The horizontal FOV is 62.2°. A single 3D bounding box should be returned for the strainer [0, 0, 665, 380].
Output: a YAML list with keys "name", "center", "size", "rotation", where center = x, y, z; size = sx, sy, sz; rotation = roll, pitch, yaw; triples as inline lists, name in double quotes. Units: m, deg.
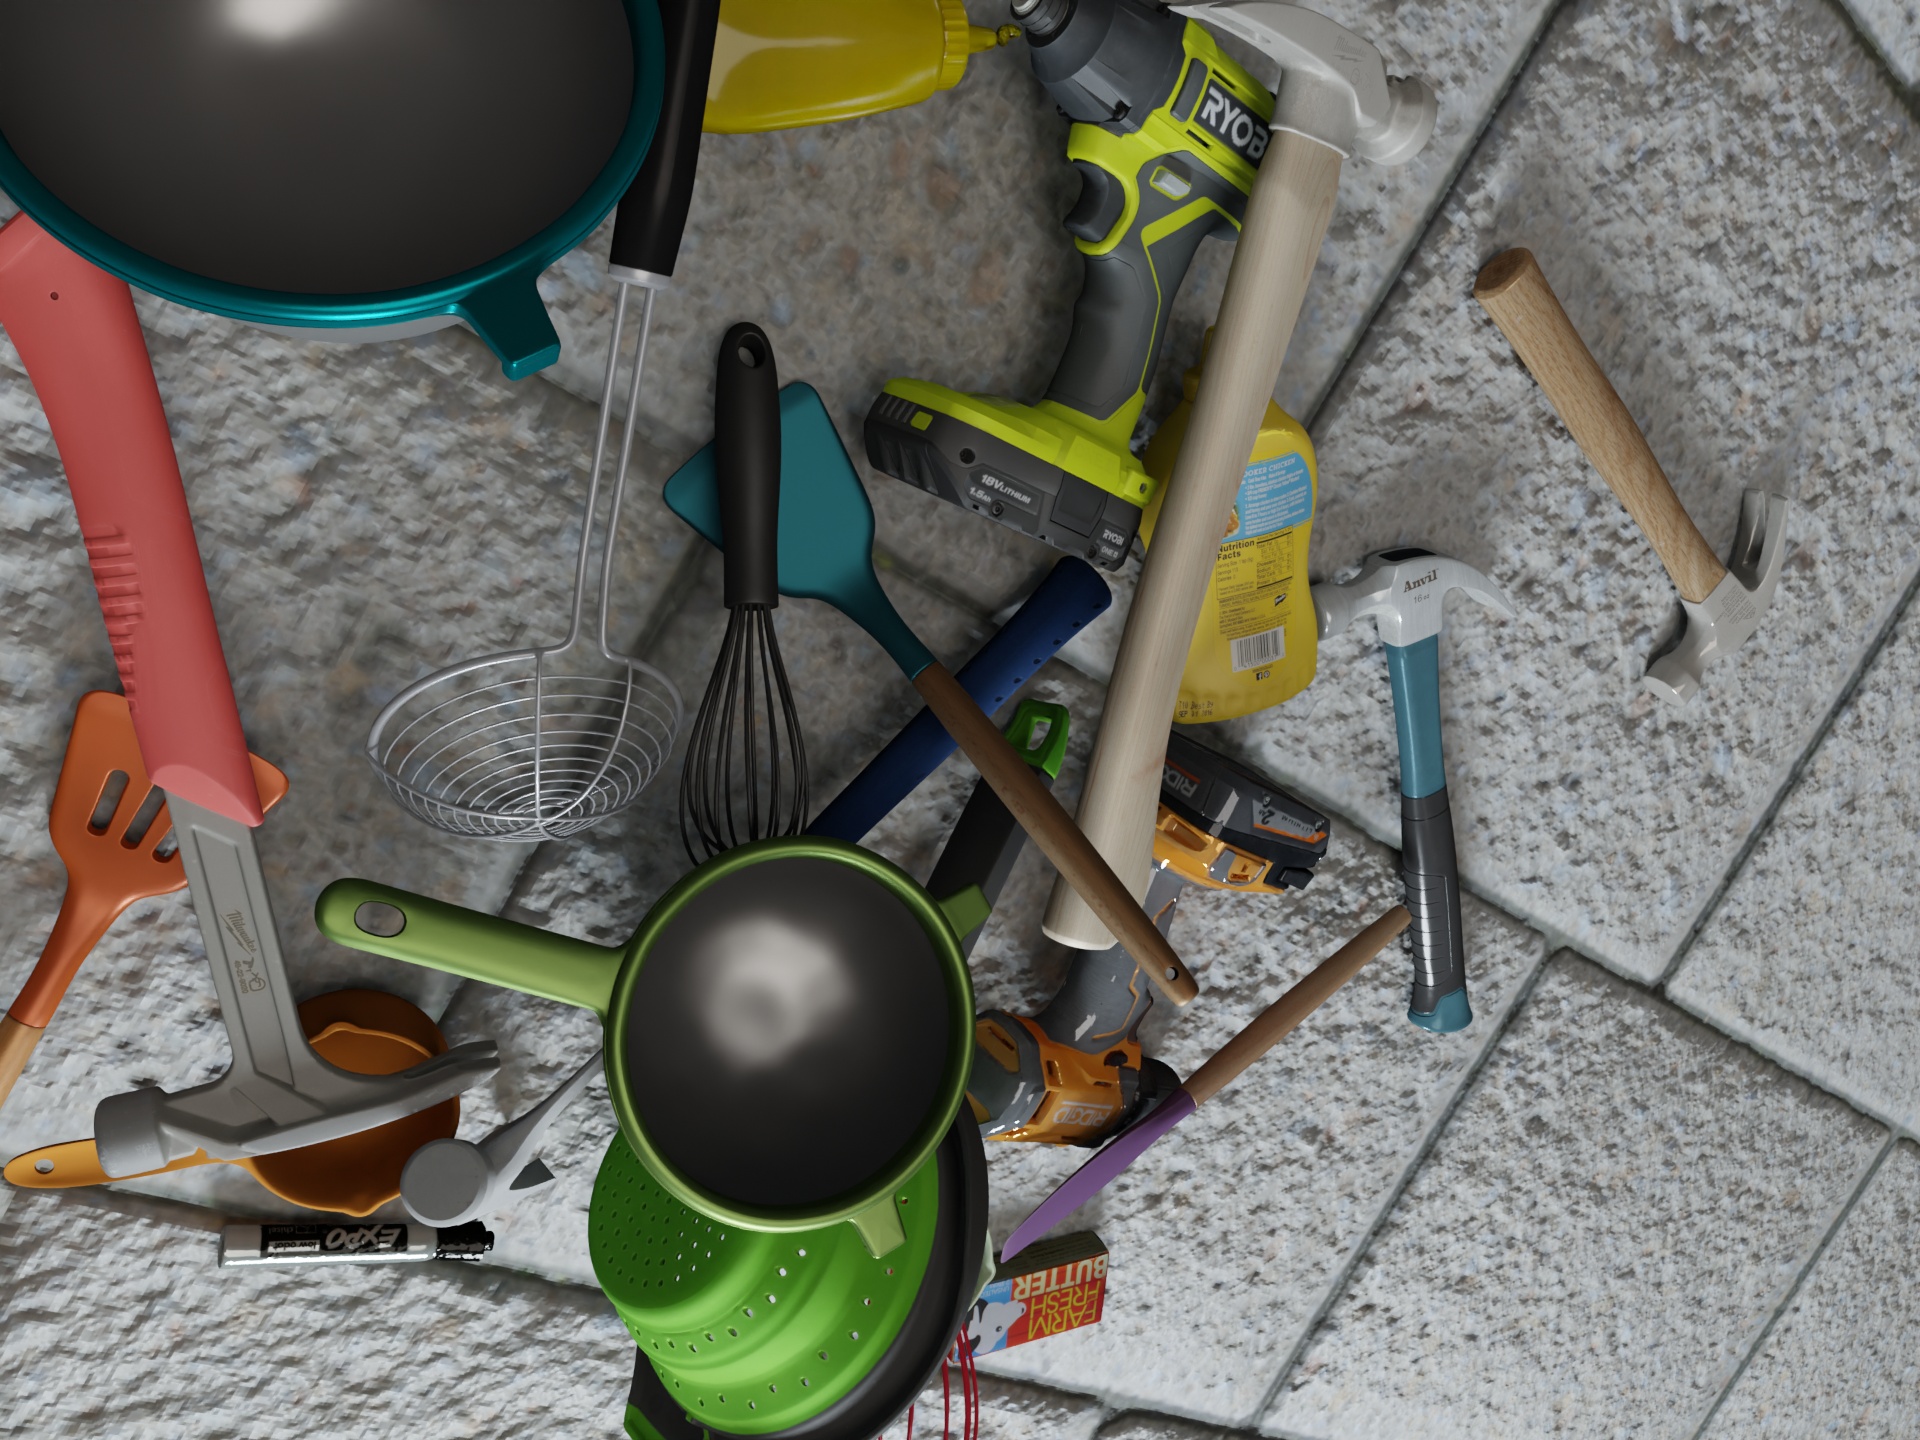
- name: "strainer"
  center: [-0.269, -0.217, 0.516]
  size: [0.340, 0.095, 0.211]
  rotation: [13, 70, -9]

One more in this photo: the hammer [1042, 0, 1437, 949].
- name: "hammer"
  center: [0.097, -0.093, 0.697]
  size: [0.146, 0.038, 0.410]
  rotation: [4, 106, -42]

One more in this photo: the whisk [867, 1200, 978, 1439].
- name: "whisk"
  center: [-0.025, 0.235, 0.766]
  size: [0.073, 0.073, 0.296]
  rotation: [14, 66, -31]

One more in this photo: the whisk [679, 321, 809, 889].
- name: "whisk"
  center: [-0.091, -0.049, 0.664]
  size: [0.055, 0.055, 0.239]
  rotation: [2, 85, -28]

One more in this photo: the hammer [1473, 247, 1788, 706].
- name: "hammer"
  center: [0.389, -0.148, 0.920]
  size: [0.130, 0.031, 0.331]
  rotation: [-50, 123, -1]

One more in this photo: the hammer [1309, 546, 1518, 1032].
- name: "hammer"
  center: [0.273, 0.051, 0.940]
  size: [0.128, 0.033, 0.330]
  rotation: [-22, 119, -17]

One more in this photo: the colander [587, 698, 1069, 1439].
- name: "colander"
  center: [-0.060, 0.147, 0.725]
  size: [0.094, 0.205, 0.397]
  rotation: [40, 70, -42]

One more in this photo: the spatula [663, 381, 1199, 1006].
- name: "spatula"
  center: [-0.001, -0.002, 0.694]
  size: [0.082, 0.044, 0.317]
  rotation: [-39, 84, -6]

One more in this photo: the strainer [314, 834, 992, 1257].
- name: "strainer"
  center: [-0.120, 0.106, 0.619]
  size: [0.256, 0.069, 0.151]
  rotation: [20, 77, -20]

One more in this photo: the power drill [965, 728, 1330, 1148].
- name: "power drill"
  center: [0.103, 0.129, 0.848]
  size: [0.185, 0.084, 0.226]
  rotation: [23, 99, -49]

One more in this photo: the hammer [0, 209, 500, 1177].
- name: "hammer"
  center: [-0.279, -0.007, 0.591]
  size: [0.149, 0.037, 0.359]
  rotation: [-12, 106, -18]

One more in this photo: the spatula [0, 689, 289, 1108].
- name: "spatula"
  center: [-0.376, 0.140, 0.617]
  size: [0.081, 0.041, 0.322]
  rotation: [30, 86, -25]

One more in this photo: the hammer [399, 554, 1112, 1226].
- name: "hammer"
  center: [-0.079, 0.071, 0.732]
  size: [0.035, 0.144, 0.405]
  rotation: [44, 76, 7]

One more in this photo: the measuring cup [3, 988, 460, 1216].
- name: "measuring cup"
  center: [-0.304, 0.164, 0.676]
  size: [0.173, 0.052, 0.095]
  rotation: [-6, 111, -17]

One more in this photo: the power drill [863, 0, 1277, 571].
- name: "power drill"
  center: [0.053, -0.193, 0.693]
  size: [0.171, 0.080, 0.223]
  rotation: [18, 98, -42]

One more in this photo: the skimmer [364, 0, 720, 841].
- name: "skimmer"
  center: [-0.148, -0.115, 0.623]
  size: [0.127, 0.090, 0.363]
  rotation: [3, 107, -35]

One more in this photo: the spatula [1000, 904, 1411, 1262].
- name: "spatula"
  center: [0.142, 0.190, 0.870]
  size: [0.316, 0.018, 0.059]
  rotation: [-33, 152, -25]

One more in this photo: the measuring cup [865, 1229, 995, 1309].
- name: "measuring cup"
  center: [-0.013, 0.248, 0.874]
  size: [0.083, 0.038, 0.167]
  rotation: [17, 85, -28]
